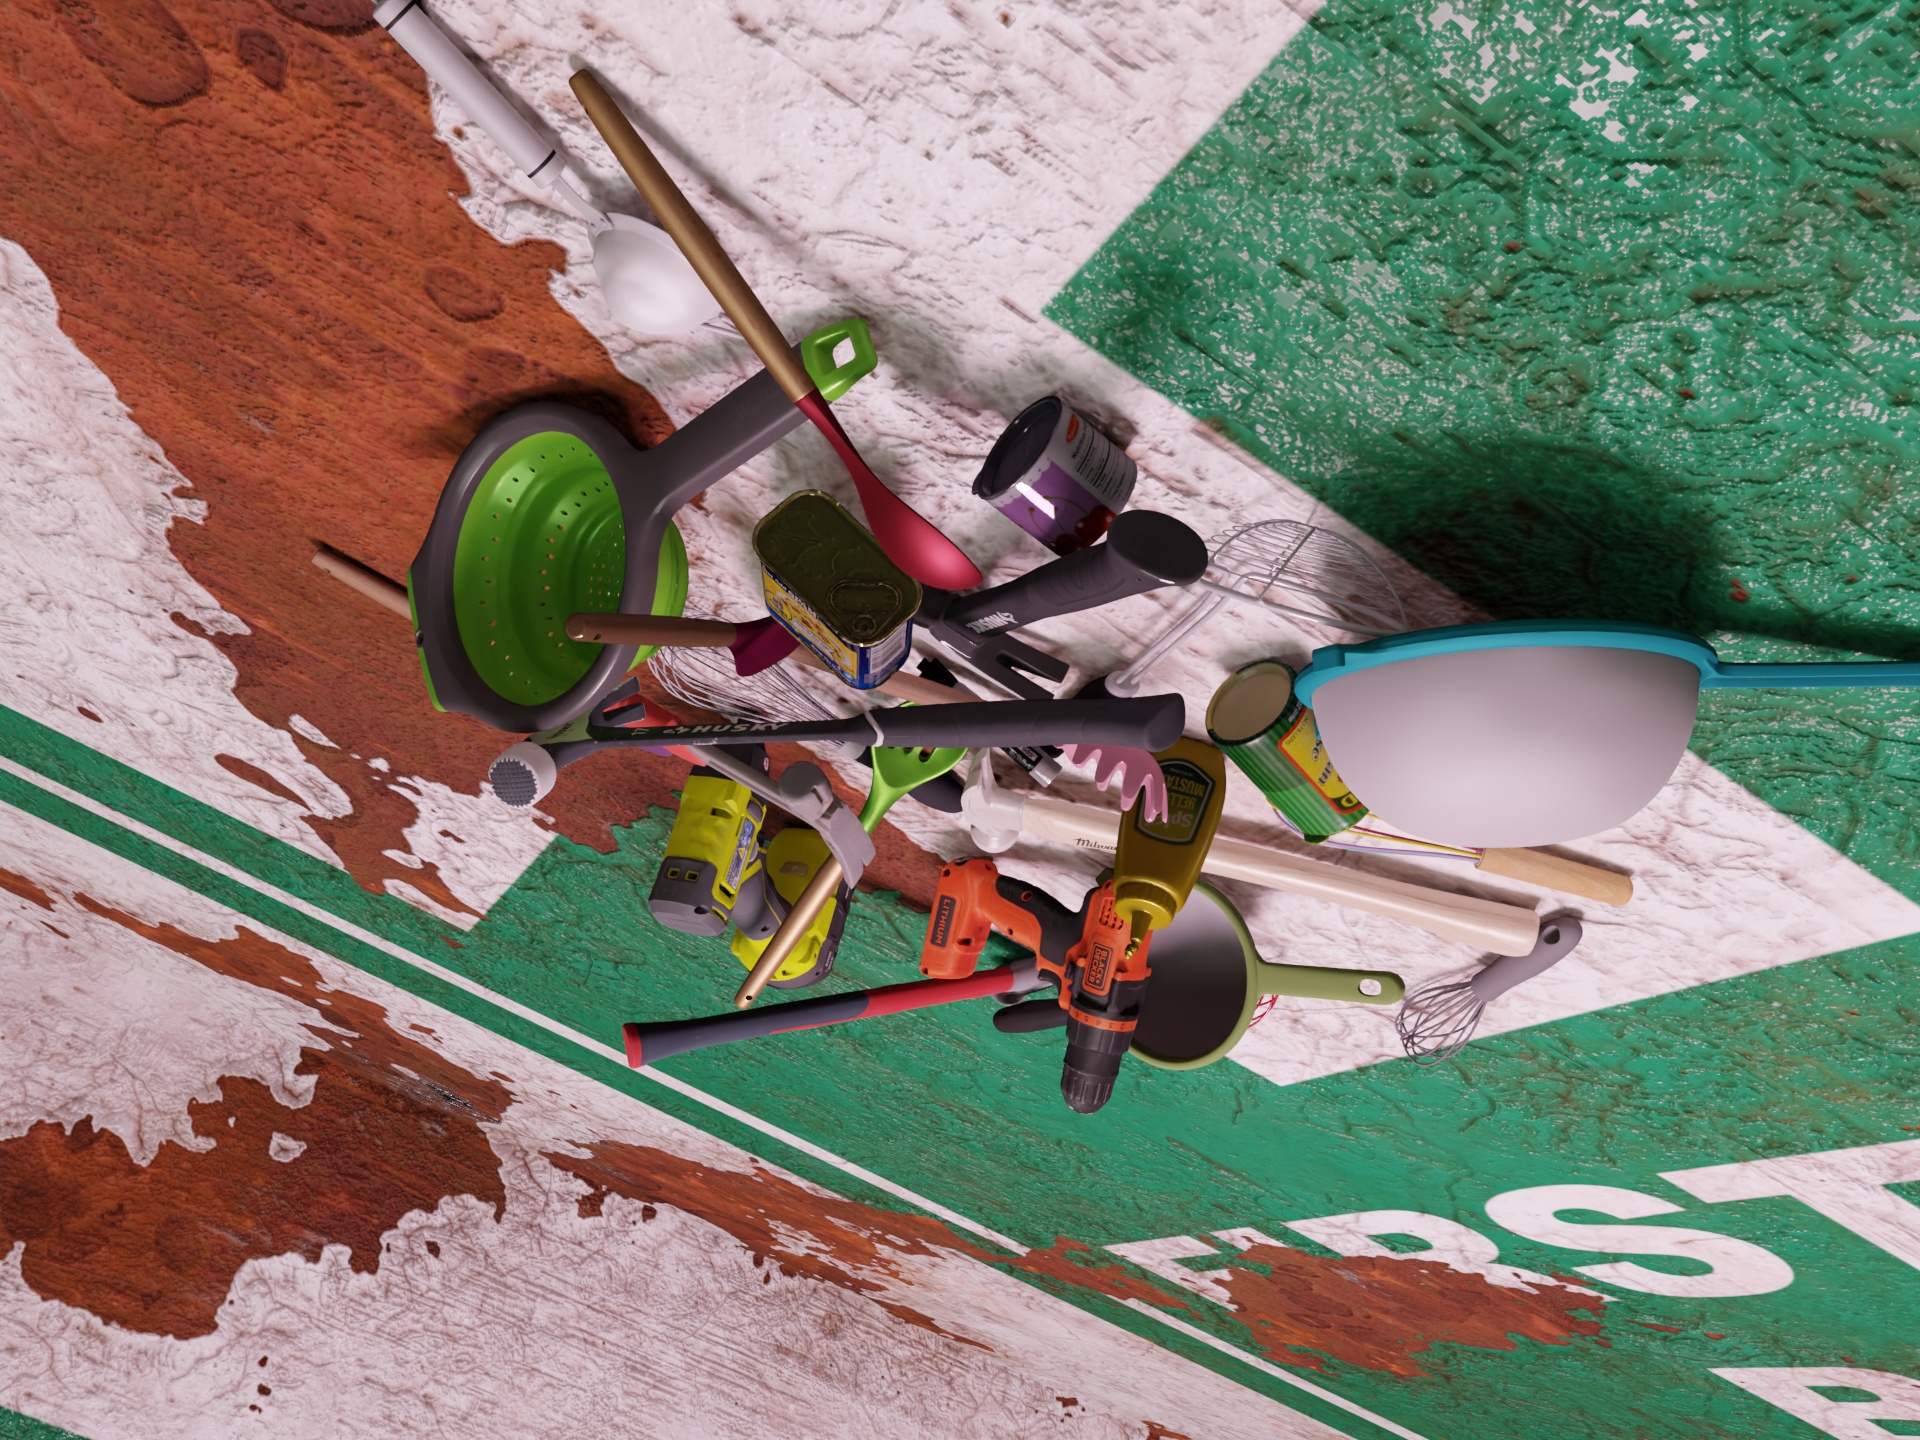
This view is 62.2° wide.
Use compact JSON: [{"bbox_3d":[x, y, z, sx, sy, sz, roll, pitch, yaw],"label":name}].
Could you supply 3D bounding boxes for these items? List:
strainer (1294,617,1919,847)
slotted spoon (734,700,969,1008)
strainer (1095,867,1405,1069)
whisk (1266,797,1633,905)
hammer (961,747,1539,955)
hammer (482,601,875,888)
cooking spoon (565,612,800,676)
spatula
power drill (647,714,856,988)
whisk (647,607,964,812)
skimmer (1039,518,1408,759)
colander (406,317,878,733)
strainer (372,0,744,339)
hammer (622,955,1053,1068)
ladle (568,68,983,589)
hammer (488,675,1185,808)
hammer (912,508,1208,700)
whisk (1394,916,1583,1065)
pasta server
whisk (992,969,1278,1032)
[{"bbox_3d":[0.346,0.016,0.820,0.340,0.095,0.211,-1,168,13],"label":"strainer"},{"bbox_3d":[-0.090,0.101,1.182,0.070,0.031,0.313,26,114,-22],"label":"slotted spoon"},{"bbox_3d":[0.219,0.190,1.206,0.256,0.151,0.069,-1,178,36],"label":"strainer"},{"bbox_3d":[0.322,0.079,1.051,0.245,0.051,0.047,15,170,2],"label":"whisk"},{"bbox_3d":[0.201,0.099,1.131,0.410,0.038,0.146,13,160,9],"label":"hammer"},{"bbox_3d":[-0.220,0.004,1.147,0.359,0.037,0.149,27,161,23],"label":"hammer"},{"bbox_3d":[-0.150,-0.052,0.946,0.017,0.068,0.319,48,-168,9],"label":"cooking spoon"},{"bbox_3d":[-0.366,-0.050,1.267,0.315,0.018,0.060,31,149,-18],"label":"spatula"},{"bbox_3d":[-0.160,0.112,1.272,0.080,0.171,0.223,6,155,20],"label":"power drill"},{"bbox_3d":[-0.105,0.000,1.158,0.284,0.070,0.070,30,148,-26],"label":"whisk"},{"bbox_3d":[0.125,-0.020,0.950,0.127,0.090,0.363,10,155,-20],"label":"skimmer"},{"bbox_3d":[-0.178,-0.123,0.965,0.397,0.205,0.094,-26,162,32],"label":"colander"},{"bbox_3d":[-0.205,-0.270,0.804,0.258,0.050,0.087,45,156,-29],"label":"strainer"},{"bbox_3d":[-0.088,0.237,1.337,0.386,0.038,0.143,-5,163,-26],"label":"hammer"},{"bbox_3d":[-0.092,-0.186,0.797,0.315,0.031,0.069,53,168,-15],"label":"ladle"},{"bbox_3d":[-0.070,0.005,0.961,0.409,0.149,0.036,-2,111,16],"label":"hammer"},{"bbox_3d":[0.047,-0.065,0.874,0.146,0.035,0.335,33,167,-15],"label":"hammer"},{"bbox_3d":[0.393,0.202,1.191,0.055,0.055,0.238,22,146,-3],"label":"whisk"},{"bbox_3d":[-0.002,-0.003,1.050,0.316,0.040,0.060,19,169,27],"label":"pasta server"},{"bbox_3d":[0.144,0.240,1.354,0.296,0.073,0.073,-16,134,38],"label":"whisk"}]
